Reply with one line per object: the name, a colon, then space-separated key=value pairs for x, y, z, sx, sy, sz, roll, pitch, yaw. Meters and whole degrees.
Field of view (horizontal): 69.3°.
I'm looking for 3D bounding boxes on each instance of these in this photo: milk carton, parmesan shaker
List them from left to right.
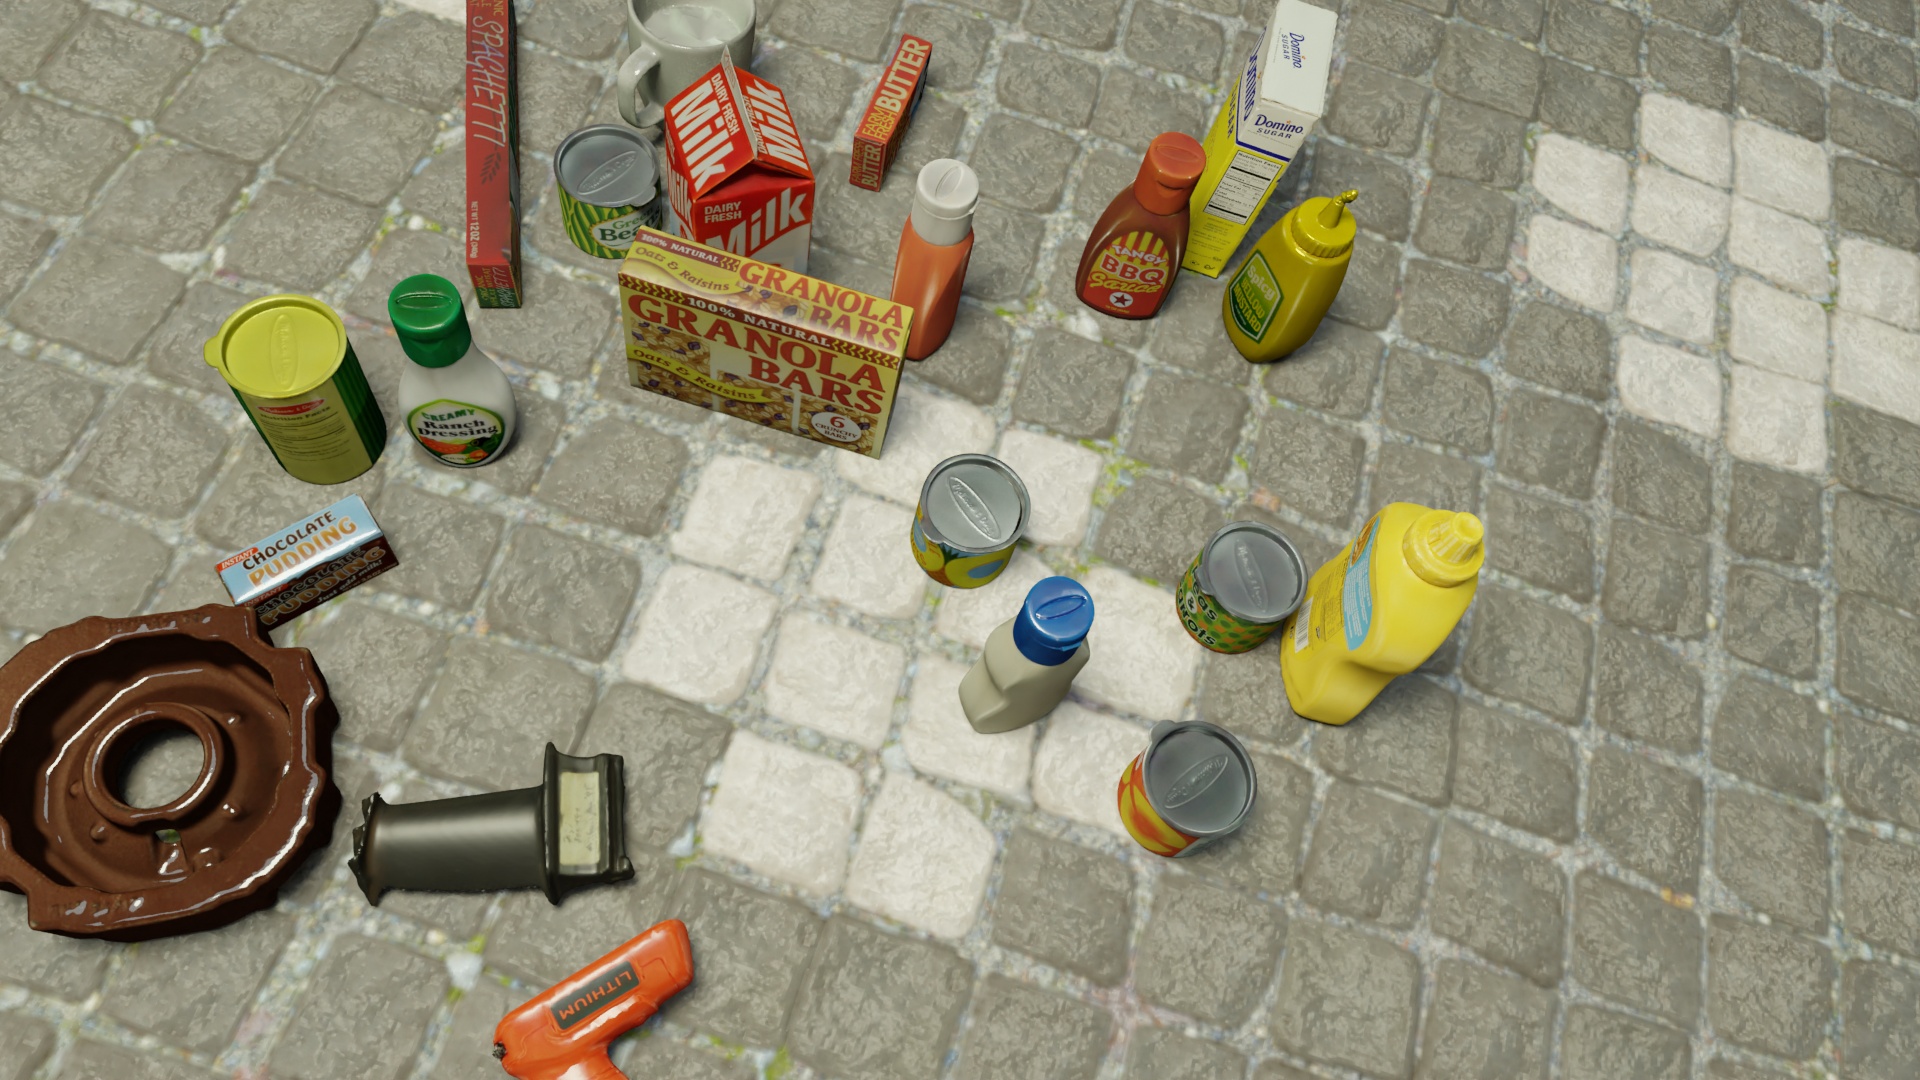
parmesan shaker: x=-0.374 y=-0.083 z=0.787 sx=0.071 sy=0.102 sz=0.071 roll=4 pitch=65 yaw=-8
milk carton: x=-0.134 y=-0.203 z=0.837 sx=0.073 sy=0.189 sz=0.072 roll=-14 pitch=68 yaw=-16

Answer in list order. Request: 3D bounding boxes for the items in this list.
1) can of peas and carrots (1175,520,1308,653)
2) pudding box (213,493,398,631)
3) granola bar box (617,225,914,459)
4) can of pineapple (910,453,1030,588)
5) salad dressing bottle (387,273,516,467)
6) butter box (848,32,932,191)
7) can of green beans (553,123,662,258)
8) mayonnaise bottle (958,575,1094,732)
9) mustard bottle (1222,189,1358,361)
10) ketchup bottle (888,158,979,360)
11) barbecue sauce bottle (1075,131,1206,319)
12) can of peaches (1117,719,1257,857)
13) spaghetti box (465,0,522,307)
can of peas and carrots: x=0.169 y=0.030 z=0.851 sx=0.071 sy=0.058 sz=0.071 roll=4 pitch=64 yaw=-8
pudding box: x=-0.362 y=0.013 z=0.773 sx=0.084 sy=0.049 sz=0.030 roll=-31 pitch=74 yaw=-21
granola bar box: x=-0.117 y=-0.116 z=0.835 sx=0.166 sy=0.123 sz=0.039 roll=17 pitch=64 yaw=-2
can of pineapple: x=0.003 y=-0.011 z=0.842 sx=0.071 sy=0.057 sz=0.071 roll=4 pitch=64 yaw=-8
salad dressing bottle: x=-0.289 y=-0.093 z=0.782 sx=0.064 sy=0.147 sz=0.044 roll=-2 pitch=66 yaw=-11
butter box: x=-0.049 y=-0.300 z=0.974 sx=0.024 sy=0.053 sz=0.104 roll=20 pitch=63 yaw=0
can of green beans: x=-0.228 y=-0.227 z=0.906 sx=0.071 sy=0.057 sz=0.071 roll=4 pitch=64 yaw=-8
mayonnaise bottle: x=0.040 y=0.064 z=0.763 sx=0.065 sy=0.147 sz=0.041 roll=-17 pitch=69 yaw=-17
mustard bottle: x=0.218 y=-0.178 z=0.902 sx=0.049 sy=0.159 sz=0.065 roll=-18 pitch=69 yaw=-17
ketchup bottle: x=-0.017 y=-0.176 z=0.867 sx=0.043 sy=0.148 sz=0.065 roll=27 pitch=64 yaw=3
barbecue sauce bottle: x=0.120 y=-0.203 z=0.904 sx=0.065 sy=0.148 sz=0.044 roll=15 pitch=64 yaw=-3
can of peaches: x=0.126 y=0.141 z=0.791 sx=0.071 sy=0.057 sz=0.071 roll=4 pitch=64 yaw=-8
spaghetti box: x=-0.308 y=-0.270 z=0.917 sx=0.029 sy=0.050 sz=0.251 roll=-4 pitch=66 yaw=-11
